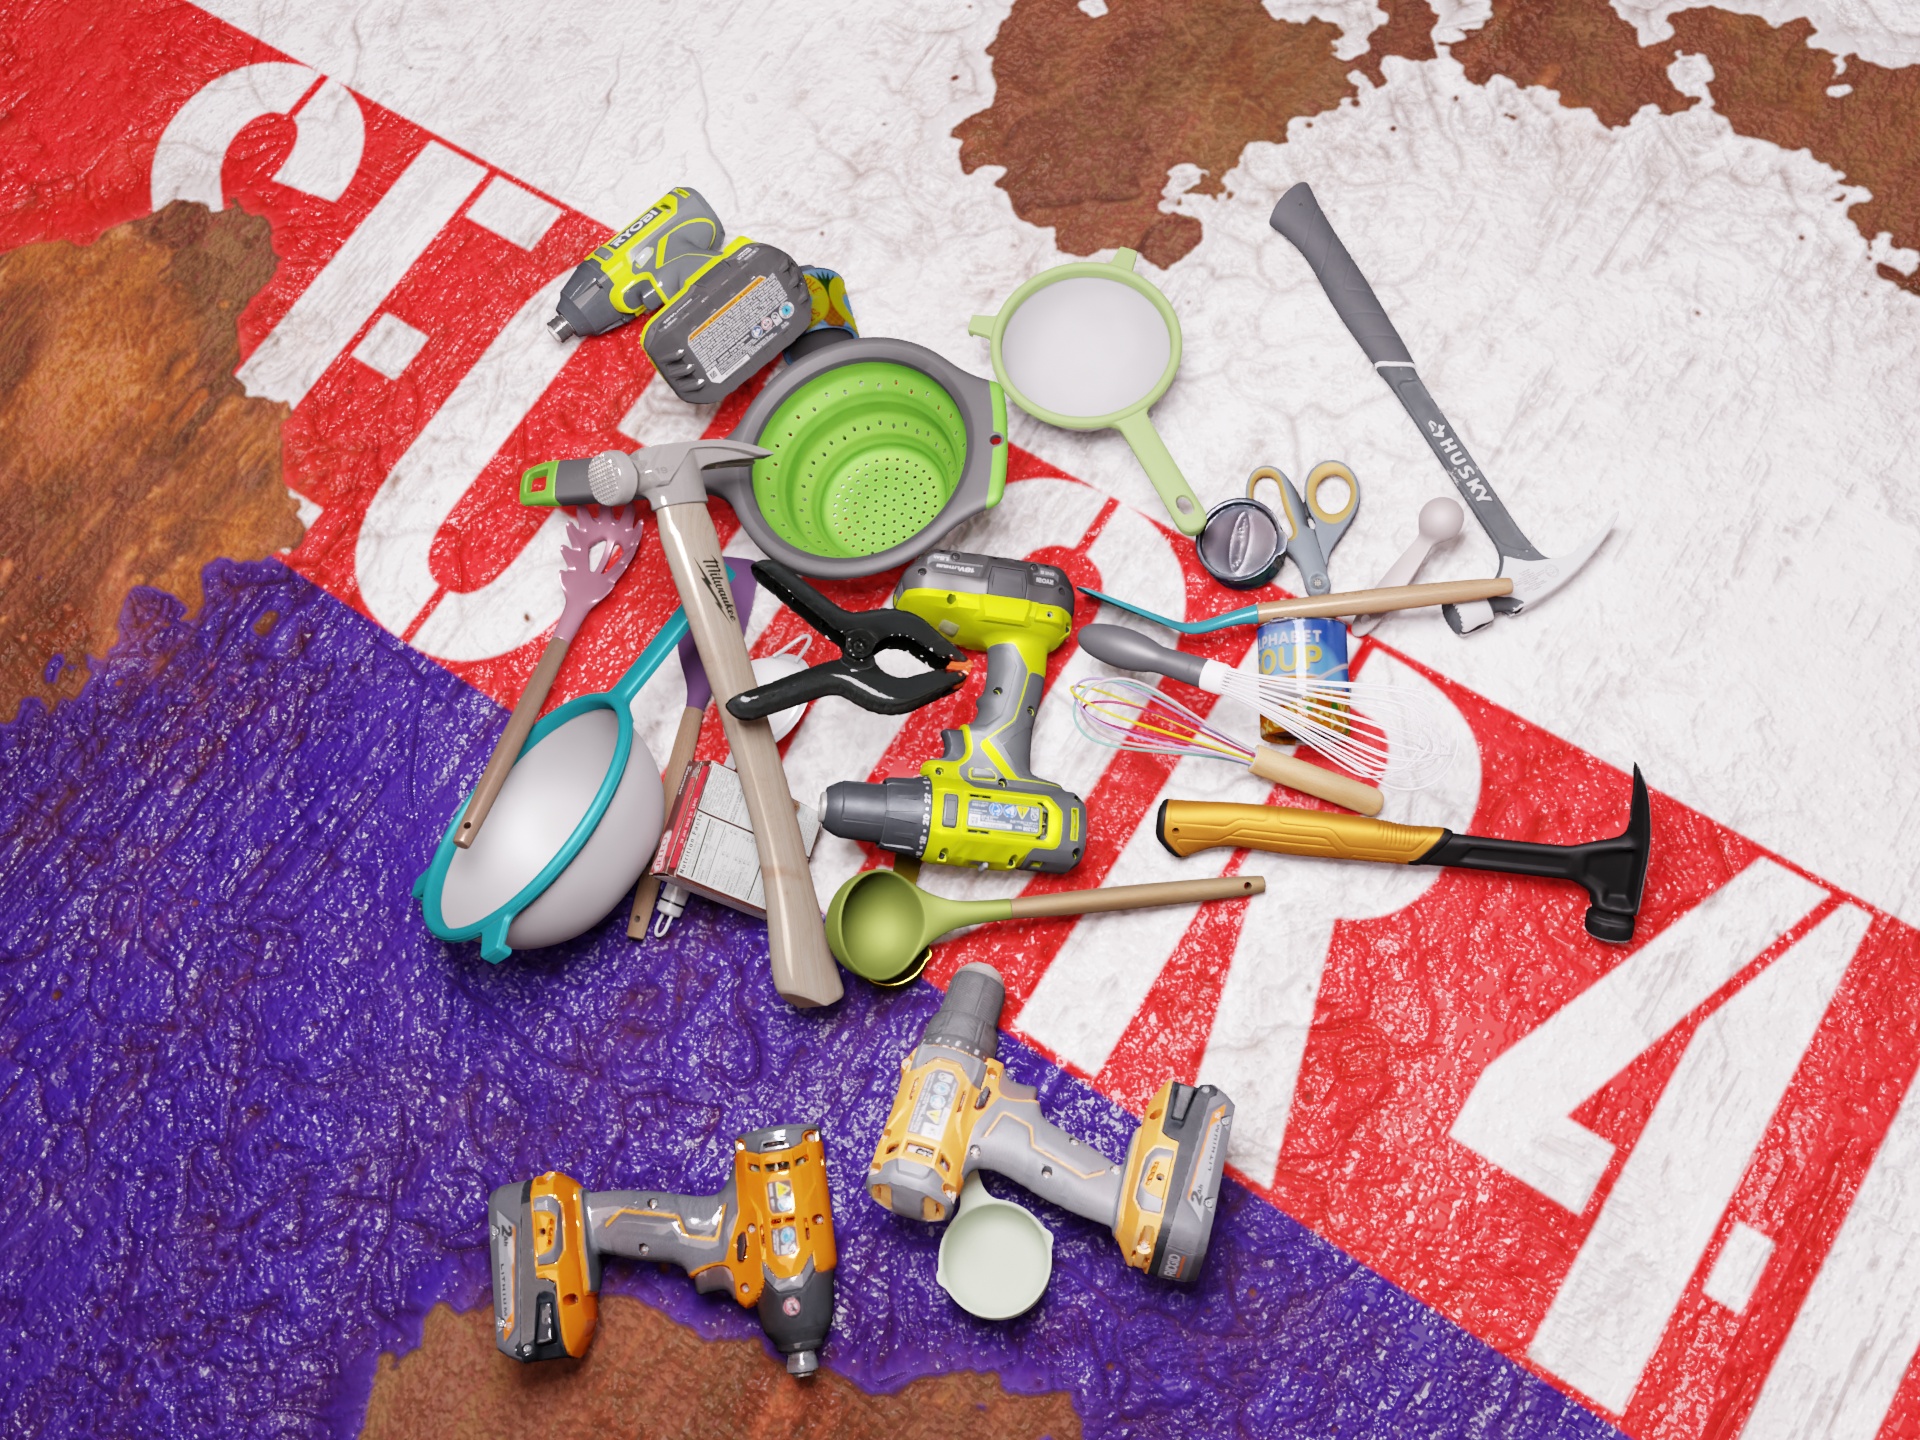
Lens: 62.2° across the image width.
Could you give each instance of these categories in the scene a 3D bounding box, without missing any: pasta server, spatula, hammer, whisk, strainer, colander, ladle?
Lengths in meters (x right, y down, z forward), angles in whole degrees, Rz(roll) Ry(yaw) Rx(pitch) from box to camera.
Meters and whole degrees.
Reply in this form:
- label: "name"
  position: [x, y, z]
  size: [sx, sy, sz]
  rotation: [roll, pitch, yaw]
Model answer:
- label: "pasta server"
  position: [-0.319, -0.042, 1.221]
  size: [0.060, 0.040, 0.316]
  rotation: [16, 58, 2]
- label: "spatula"
  position: [0.247, -0.093, 1.186]
  size: [0.317, 0.082, 0.044]
  rotation: [-6, 90, 8]
- label: "hammer"
  position: [0.308, 0.080, 1.128]
  size: [0.337, 0.034, 0.127]
  rotation: [5, 111, 12]
- label: "whisk"
  position: [0.210, -0.022, 1.120]
  size: [0.285, 0.070, 0.070]
  rotation: [20, 75, 25]
- label: "strainer"
  position: [-0.179, 0.043, 1.209]
  size: [0.087, 0.050, 0.258]
  rotation: [14, 78, 42]
- label: "colander"
  position: [-0.150, -0.184, 1.261]
  size: [0.397, 0.094, 0.205]
  rotation: [-3, 70, 12]
- label: "whisk"
  position: [0.192, 0.022, 1.154]
  size: [0.245, 0.047, 0.051]
  rotation: [20, 78, -3]
- label: "strainer"
  position: [-0.250, 0.039, 1.176]
  size: [0.340, 0.095, 0.211]
  rotation: [-54, 32, -14]
- label: "strainer"
  position: [0.124, -0.242, 1.258]
  size: [0.151, 0.069, 0.256]
  rotation: [-26, 72, -5]
- label: "spatula"
  position: [-0.216, 0.015, 1.237]
  size: [0.060, 0.018, 0.316]
  rotation: [7, 72, 12]
- label: "hammer"
  position: [0.359, -0.267, 1.259]
  size: [0.149, 0.036, 0.409]
  rotation: [-24, 71, -3]
- label: "ladle"
  position: [0.064, 0.133, 1.132]
  size: [0.320, 0.062, 0.078]
  rotation: [-5, 89, -5]
- label: "hammer"
  position: [-0.146, 0.001, 1.136]
  size: [0.038, 0.146, 0.410]
  rotation: [-14, 92, 43]

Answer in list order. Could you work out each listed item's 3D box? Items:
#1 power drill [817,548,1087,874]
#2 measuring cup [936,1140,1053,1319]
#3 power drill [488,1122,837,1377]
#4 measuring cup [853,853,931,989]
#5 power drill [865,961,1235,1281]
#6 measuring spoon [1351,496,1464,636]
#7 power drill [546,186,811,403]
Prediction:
- label: "power drill"
  position: [-0.002, -0.004, 1.171]
  size: [0.190, 0.080, 0.229]
  rotation: [7, 72, -10]
- label: "measuring cup"
  position: [0.010, 0.332, 1.103]
  size: [0.083, 0.038, 0.168]
  rotation: [-20, 60, -4]
- label: "power drill"
  position: [-0.197, 0.375, 1.087]
  size: [0.226, 0.084, 0.164]
  rotation: [-9, 72, -1]
- label: "measuring cup"
  position: [-0.042, 0.126, 1.183]
  size: [0.062, 0.029, 0.157]
  rotation: [9, 63, 5]
- label: "power drill"
  position: [0.067, 0.267, 1.083]
  size: [0.226, 0.084, 0.185]
  rotation: [13, 51, 10]
- label: "measuring spoon"
  position: [0.332, -0.115, 1.196]
  size: [0.034, 0.018, 0.124]
  rotation: [43, 106, 33]
- label: "power drill"
  position: [-0.234, -0.343, 1.292]
  size: [0.171, 0.080, 0.223]
  rotation: [-42, 44, -9]
